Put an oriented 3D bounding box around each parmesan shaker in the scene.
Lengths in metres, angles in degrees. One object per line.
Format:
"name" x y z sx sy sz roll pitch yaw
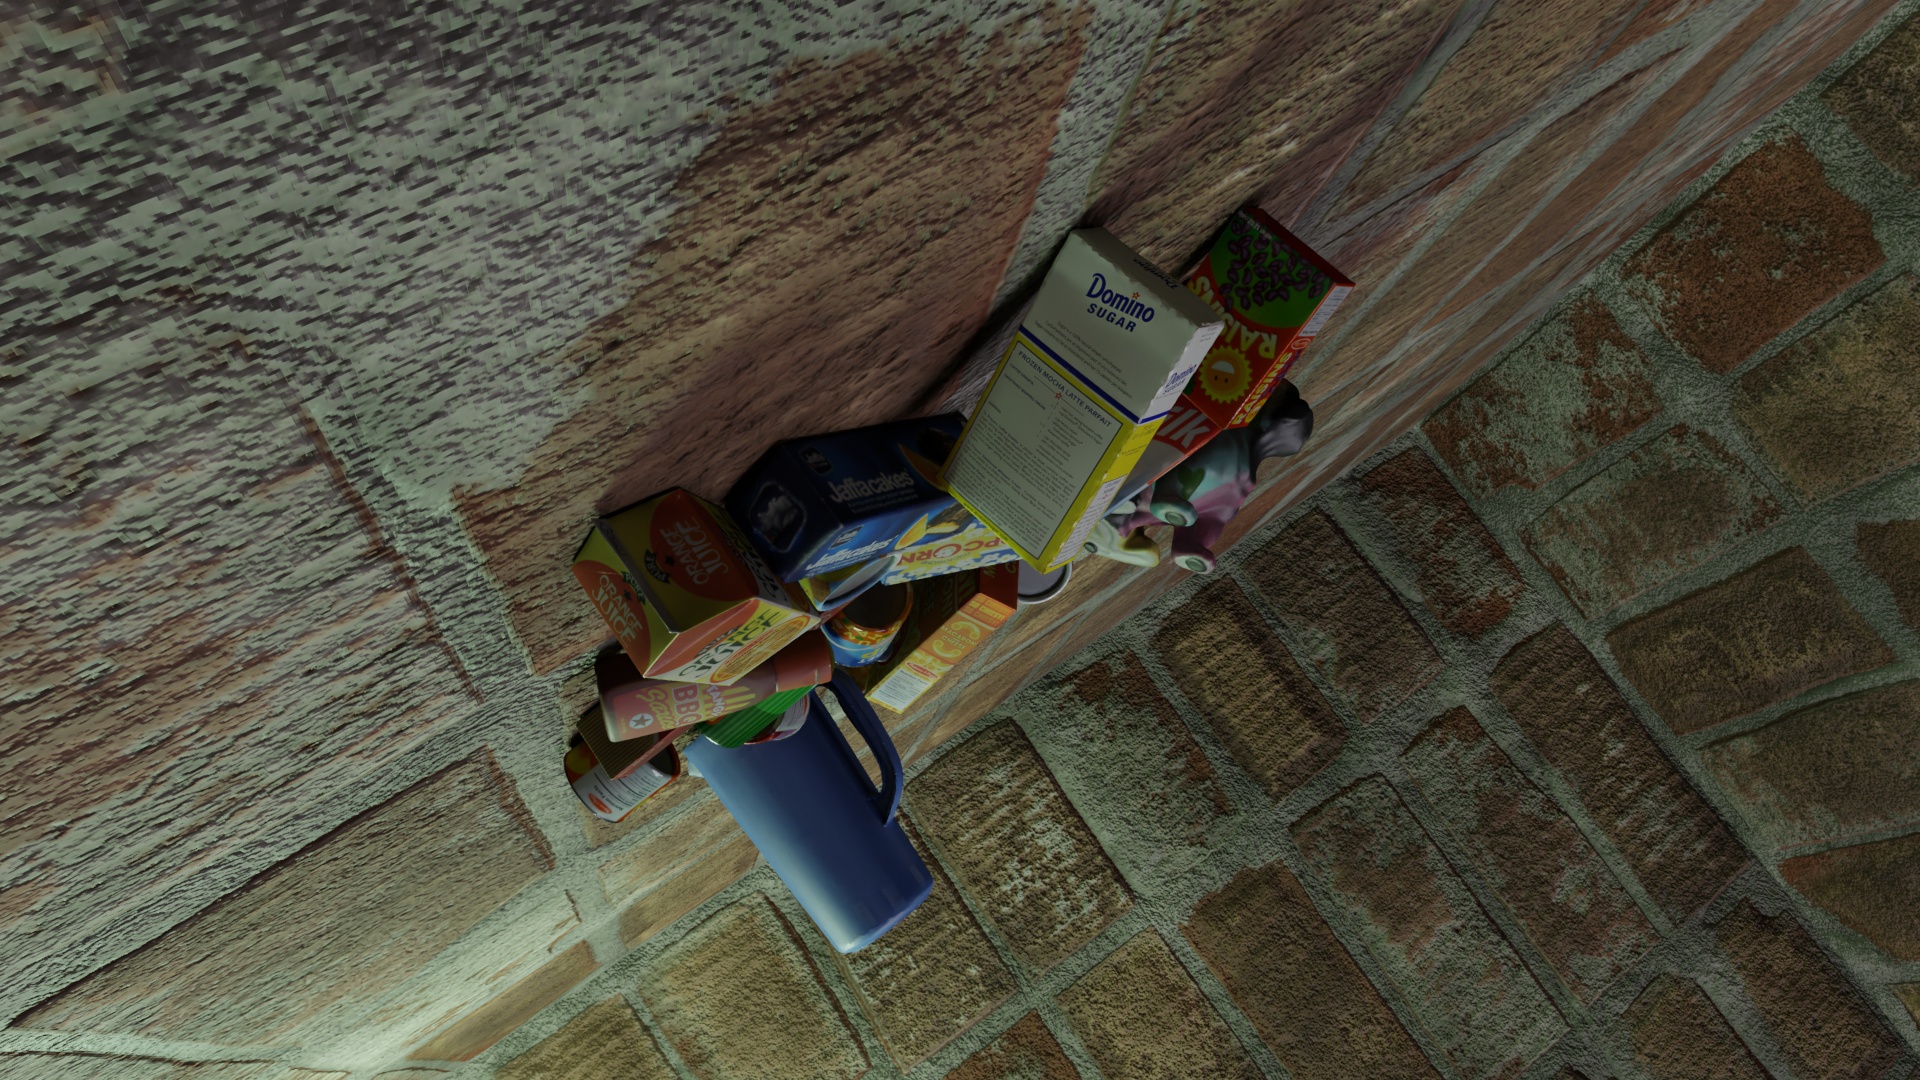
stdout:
"parmesan shaker" -0.154 0.108 1.066 0.103 0.071 0.071 -40 168 22

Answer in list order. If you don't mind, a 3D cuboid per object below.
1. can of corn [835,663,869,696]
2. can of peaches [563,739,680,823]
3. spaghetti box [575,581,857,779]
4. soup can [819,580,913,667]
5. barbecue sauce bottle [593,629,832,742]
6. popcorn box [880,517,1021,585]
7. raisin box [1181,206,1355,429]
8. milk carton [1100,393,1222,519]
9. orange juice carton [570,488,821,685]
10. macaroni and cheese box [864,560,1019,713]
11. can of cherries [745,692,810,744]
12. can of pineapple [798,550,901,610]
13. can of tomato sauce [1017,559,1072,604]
"can of corn" -0.095 0.114 1.309 0.071 0.058 0.071 -34 169 -7
"can of peaches" -0.252 0.165 1.037 0.058 0.071 0.071 -38 169 8
"spaghetti box" -0.160 0.075 0.965 0.249 0.050 0.029 -38 170 11
"soup can" -0.075 0.057 1.090 0.071 0.071 0.083 -30 168 -25
"barbecue sauce bottle" -0.160 0.090 0.909 0.149 0.044 0.064 -11 140 -15
"popcorn box" 0.003 -0.012 0.977 0.127 0.038 0.084 -11 155 -13
"raisin box" 0.188 -0.147 0.927 0.040 0.086 0.123 -14 144 -55
"milk carton" 0.147 -0.085 1.144 0.190 0.073 0.072 -36 177 1
"orange juice carton" -0.144 0.028 0.755 0.073 0.072 0.192 -36 169 2
"macaroni and cheese box" -0.015 0.049 1.143 0.165 0.040 0.124 -45 -153 38
"can of cherries" -0.169 0.136 1.163 0.071 0.071 0.058 -37 169 9
"can of pineapple" -0.081 0.005 0.885 0.071 0.058 0.071 -34 169 -7
"can of tomato sauce" 0.055 0.007 1.184 0.071 0.071 0.083 -37 -153 5
